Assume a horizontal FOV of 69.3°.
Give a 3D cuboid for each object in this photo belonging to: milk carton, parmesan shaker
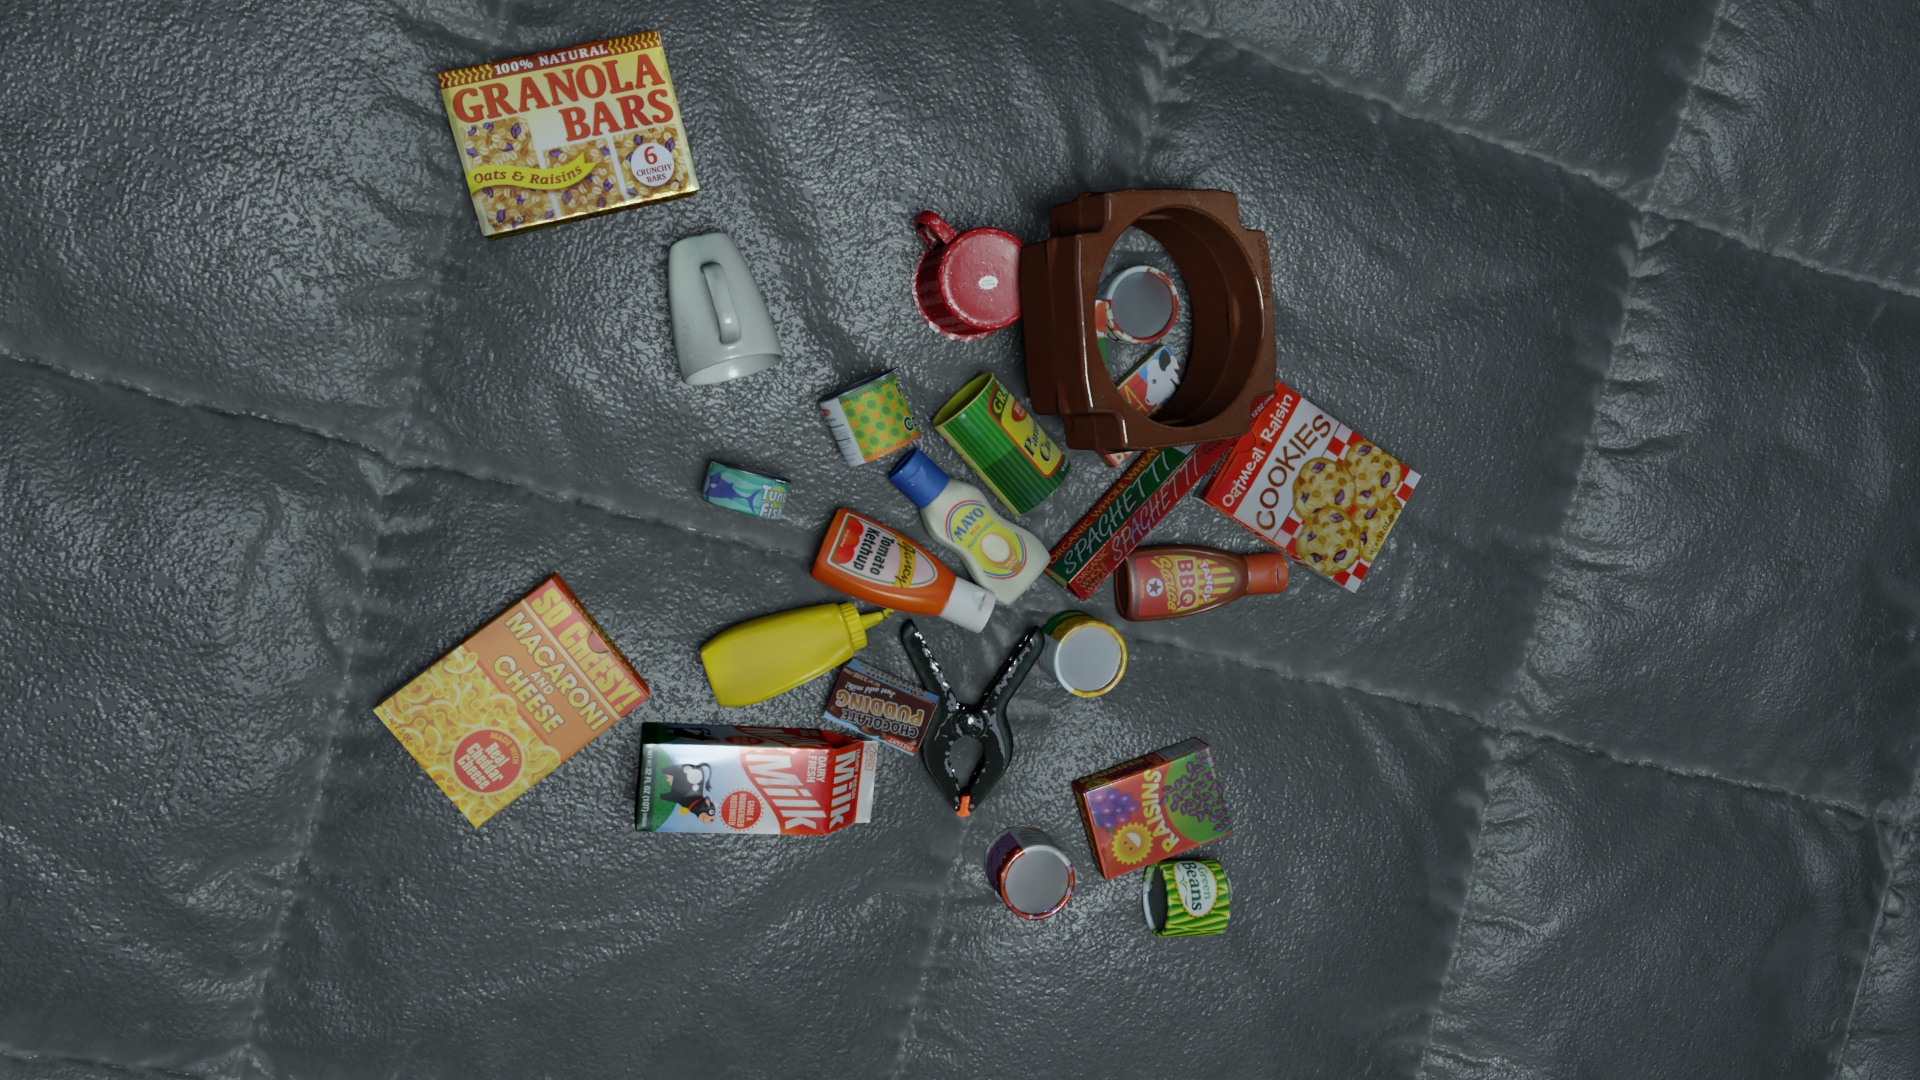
[{"bbox_3d":[-0.163,0.192,1.122,0.191,0.073,0.072,5,94,-14],"label":"milk carton"},{"bbox_3d":[0.035,-0.081,1.148,0.071,0.071,0.103,-45,106,-6],"label":"parmesan shaker"}]

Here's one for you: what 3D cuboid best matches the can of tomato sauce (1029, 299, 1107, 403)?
[{"bbox_3d":[0.090,-0.156,1.154,0.071,0.071,0.083,-3,96,-13],"label":"can of tomato sauce"}]

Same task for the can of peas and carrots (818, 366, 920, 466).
[{"bbox_3d":[-0.071,-0.100,1.120,0.071,0.071,0.058,-25,102,-10],"label":"can of peas and carrots"}]

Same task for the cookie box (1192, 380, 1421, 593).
[{"bbox_3d":[0.307,-0.048,1.228,0.167,0.040,0.123,31,87,-14],"label":"cookie box"}]

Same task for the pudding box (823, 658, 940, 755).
[{"bbox_3d":[-0.065,0.138,1.147,0.084,0.030,0.049,24,100,4],"label":"pudding box"}]

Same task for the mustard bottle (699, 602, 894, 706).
[{"bbox_3d":[-0.129,0.085,1.132,0.160,0.049,0.065,-18,97,-12],"label":"mustard bottle"}]

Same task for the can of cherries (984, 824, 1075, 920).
[{"bbox_3d":[0.058,0.287,1.191,0.071,0.058,0.071,-1,95,-13],"label":"can of cherries"}]

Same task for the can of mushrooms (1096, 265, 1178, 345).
[{"bbox_3d":[0.151,-0.198,1.181,0.071,0.033,0.071,-1,95,-14],"label":"can of mushrooms"}]

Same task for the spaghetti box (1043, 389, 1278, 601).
[{"bbox_3d":[0.168,-0.052,1.185,0.250,0.050,0.028,-47,123,-4],"label":"spaghetti box"}]

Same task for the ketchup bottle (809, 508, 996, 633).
[{"bbox_3d":[-0.045,0.030,1.137,0.149,0.043,0.065,24,60,-7],"label":"ketchup bottle"}]

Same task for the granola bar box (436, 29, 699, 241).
[{"bbox_3d":[-0.296,-0.308,1.060,0.166,0.039,0.124,-16,99,-11],"label":"granola bar box"}]

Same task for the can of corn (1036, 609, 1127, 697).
[{"bbox_3d":[0.105,0.095,1.184,0.071,0.058,0.071,-1,96,-13],"label":"can of corn"}]

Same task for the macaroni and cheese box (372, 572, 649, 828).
[{"bbox_3d":[-0.348,0.124,1.088,0.167,0.040,0.123,-38,103,-7],"label":"macaroni and cheese box"}]

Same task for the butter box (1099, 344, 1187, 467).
[{"bbox_3d":[0.151,-0.115,1.193,0.103,0.024,0.053,-43,103,-7],"label":"butter box"}]

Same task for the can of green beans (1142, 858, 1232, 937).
[{"bbox_3d":[0.198,0.315,1.223,0.058,0.071,0.071,2,95,-13],"label":"can of green beans"}]

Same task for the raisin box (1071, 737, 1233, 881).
[{"bbox_3d":[0.169,0.236,1.223,0.123,0.040,0.086,-18,100,-11],"label":"raisin box"}]

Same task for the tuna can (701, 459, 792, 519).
[{"bbox_3d":[-0.168,-0.040,1.101,0.071,0.071,0.033,14,94,-14],"label":"tuna can"}]

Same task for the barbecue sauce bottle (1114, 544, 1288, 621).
[{"bbox_3d":[0.210,0.033,1.211,0.149,0.043,0.064,-4,95,-13],"label":"barbecue sauce bottle"}]

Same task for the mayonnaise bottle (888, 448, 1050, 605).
[{"bbox_3d":[0.004,-0.015,1.158,0.148,0.041,0.065,43,86,-14],"label":"mayonnaise bottle"}]
